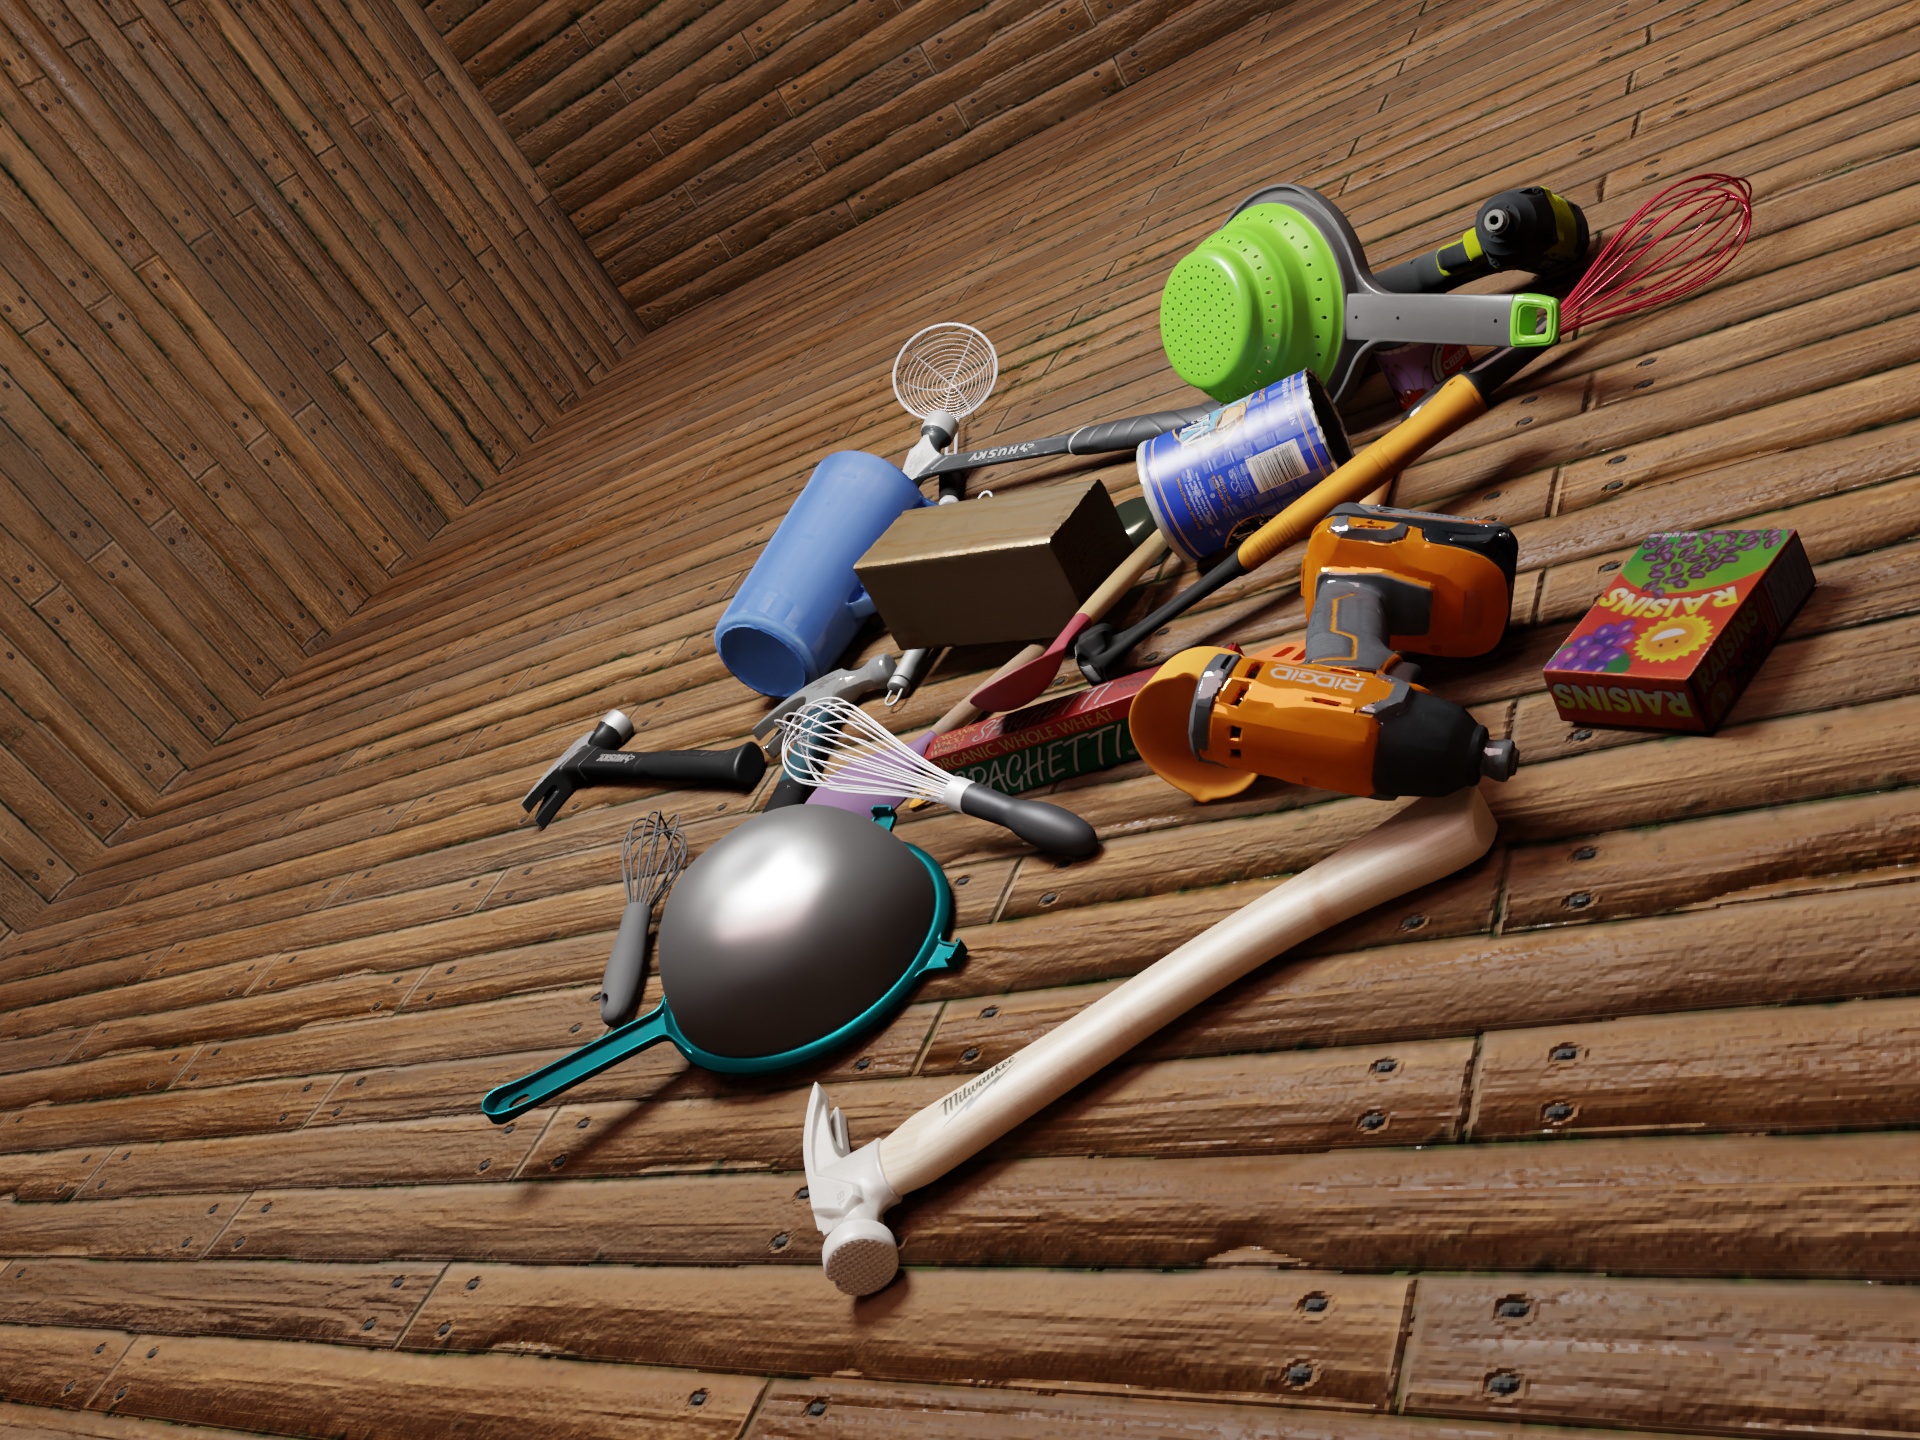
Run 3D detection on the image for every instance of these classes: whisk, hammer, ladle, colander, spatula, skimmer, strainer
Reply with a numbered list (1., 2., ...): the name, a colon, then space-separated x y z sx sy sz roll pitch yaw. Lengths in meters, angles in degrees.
1. whisk: -0.024 0.042 1.088 0.285 0.070 0.070 18 55 38
2. hammer: 0.223 -0.129 1.111 0.337 0.034 0.127 -36 11 11
3. hammer: 0.095 0.147 0.848 0.410 0.038 0.146 -33 24 3
4. hammer: -0.138 0.062 1.280 0.128 0.033 0.331 -21 28 25
5. ladle: 0.100 -0.085 1.172 0.069 0.031 0.315 -33 8 43
6. whisk: 0.455 -0.301 1.179 0.296 0.073 0.073 -35 25 11
7. colander: 0.272 -0.309 1.222 0.094 0.204 0.397 -12 19 -29
8. spatula: 0.265 -0.113 1.091 0.081 0.041 0.323 1 39 28
9. spatula: -0.002 -0.004 1.238 0.316 0.018 0.060 -39 59 -15
10. skimmer: -0.018 -0.337 1.761 0.127 0.090 0.364 -12 32 8
11. hammer: 0.097 -0.262 1.525 0.409 0.036 0.149 -2 53 41
12. strainer: -0.175 0.152 1.040 0.340 0.095 0.211 -28 32 -3
13. hammer: -0.291 0.046 1.491 0.335 0.035 0.146 -1 40 49
14. strainer: -0.014 -0.104 1.414 0.087 0.050 0.259 -1 46 33
15. whisk: -0.251 0.151 1.249 0.055 0.055 0.239 -26 31 17

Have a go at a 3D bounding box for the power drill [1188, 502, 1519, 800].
1. power drill: 0.241 -0.035 0.881 0.164 0.084 0.226 12 37 26

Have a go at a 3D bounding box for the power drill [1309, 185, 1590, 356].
1. power drill: 0.381 -0.369 1.300 0.223 0.080 0.171 -16 0 36

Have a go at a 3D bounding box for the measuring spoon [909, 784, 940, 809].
1. measuring spoon: 0.012 0.036 1.176 0.117 0.011 0.021 -33 22 10

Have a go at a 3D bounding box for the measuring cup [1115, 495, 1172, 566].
1. measuring cup: 0.177 -0.182 1.318 0.167 0.038 0.083 -37 25 -1

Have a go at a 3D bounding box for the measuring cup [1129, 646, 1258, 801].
1. measuring cup: 0.190 0.004 0.955 0.174 0.095 0.052 9 37 30
